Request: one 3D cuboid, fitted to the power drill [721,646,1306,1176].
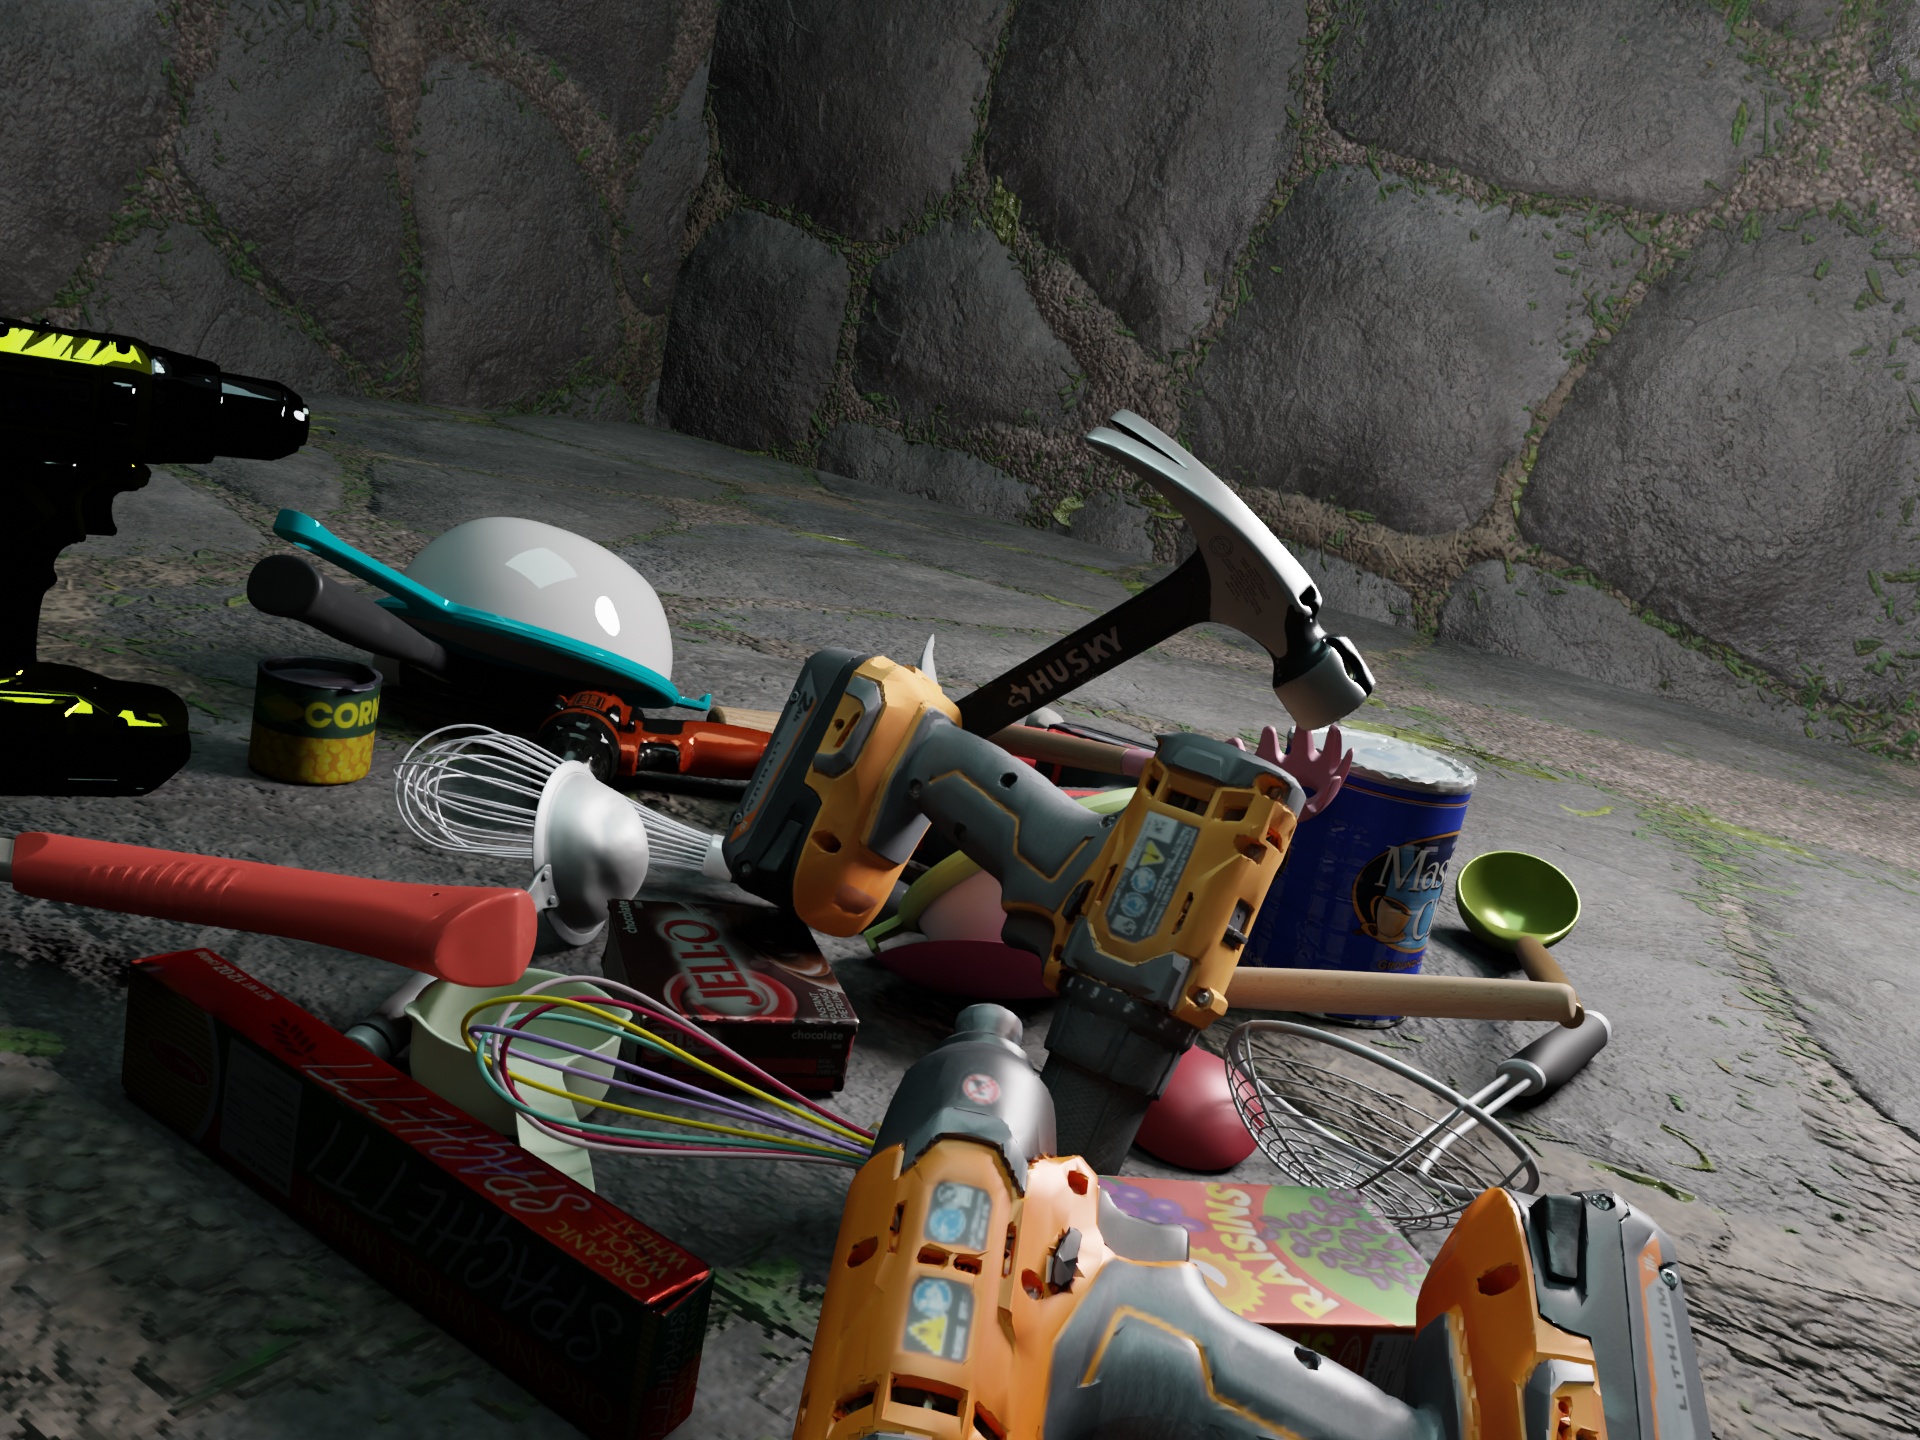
[{"bbox_3d":[0.009,0.076,0.659,0.226,0.185,0.084,18,-10,34],"label":"power drill"}]

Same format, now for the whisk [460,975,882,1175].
[{"bbox_3d":[-0.049,0.139,0.538,0.244,0.047,0.051,22,13,-18],"label":"whisk"}]

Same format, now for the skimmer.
[{"bbox_3d":[0.242,0.151,0.729,0.127,0.090,0.363,14,11,36],"label":"skimmer"}]

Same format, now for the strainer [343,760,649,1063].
[{"bbox_3d":[-0.190,0.086,0.684,0.050,0.086,0.258,-2,21,18],"label":"strainer"}]

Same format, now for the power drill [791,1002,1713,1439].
[{"bbox_3d":[0.077,0.164,0.439,0.226,0.084,0.164,12,43,0],"label":"power drill"}]

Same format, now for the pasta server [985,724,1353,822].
[{"bbox_3d":[0.068,0.013,0.888,0.316,0.040,0.060,11,45,35],"label":"pasta server"}]

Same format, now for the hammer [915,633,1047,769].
[{"bbox_3d":[0.147,0.027,1.193,0.386,0.038,0.143,10,42,-21],"label":"hammer"}]

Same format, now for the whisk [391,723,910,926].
[{"bbox_3d":[-0.156,0.063,0.832,0.284,0.070,0.070,15,13,-5],"label":"whisk"}]

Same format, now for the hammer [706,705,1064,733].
[{"bbox_3d":[-0.031,0.014,1.199,0.331,0.031,0.130,4,15,-31],"label":"hammer"}]

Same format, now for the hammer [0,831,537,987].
[{"bbox_3d":[-0.338,0.059,0.636,0.359,0.036,0.149,6,12,10],"label":"hammer"}]

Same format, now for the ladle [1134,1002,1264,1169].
[{"bbox_3d":[0.096,0.138,0.804,0.069,0.031,0.315,9,11,-3],"label":"ladle"}]

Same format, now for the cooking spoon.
[{"bbox_3d":[0.097,0.114,0.683,0.319,0.017,0.068,-4,-29,34],"label":"cooking spoon"}]

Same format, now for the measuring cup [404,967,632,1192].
[{"bbox_3d":[-0.150,0.139,0.554,0.083,0.038,0.168,6,17,-24],"label":"measuring cup"}]

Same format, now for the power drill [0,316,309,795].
[{"bbox_3d":[-0.440,-0.082,0.802,0.190,0.228,0.080,3,16,-34],"label":"power drill"}]

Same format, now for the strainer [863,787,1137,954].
[{"bbox_3d":[0.086,0.095,0.825,0.256,0.151,0.069,0,61,-45],"label":"strainer"}]

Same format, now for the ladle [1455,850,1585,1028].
[{"bbox_3d":[0.331,0.123,0.912,0.078,0.062,0.320,12,5,13],"label":"ladle"}]

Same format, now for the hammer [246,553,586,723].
[{"bbox_3d":[-0.325,-0.044,0.938,0.146,0.035,0.334,15,-7,1],"label":"hammer"}]

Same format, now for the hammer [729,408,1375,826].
[{"bbox_3d":[-0.001,-0.002,0.763,0.409,0.149,0.036,-29,9,47],"label":"hammer"}]

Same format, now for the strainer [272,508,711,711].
[{"bbox_3d":[-0.305,-0.098,1.026,0.211,0.095,0.340,11,-11,22],"label":"strainer"}]

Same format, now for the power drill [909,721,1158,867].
[{"bbox_3d":[0.037,0.051,0.972,0.143,0.078,0.219,17,12,37],"label":"power drill"}]
